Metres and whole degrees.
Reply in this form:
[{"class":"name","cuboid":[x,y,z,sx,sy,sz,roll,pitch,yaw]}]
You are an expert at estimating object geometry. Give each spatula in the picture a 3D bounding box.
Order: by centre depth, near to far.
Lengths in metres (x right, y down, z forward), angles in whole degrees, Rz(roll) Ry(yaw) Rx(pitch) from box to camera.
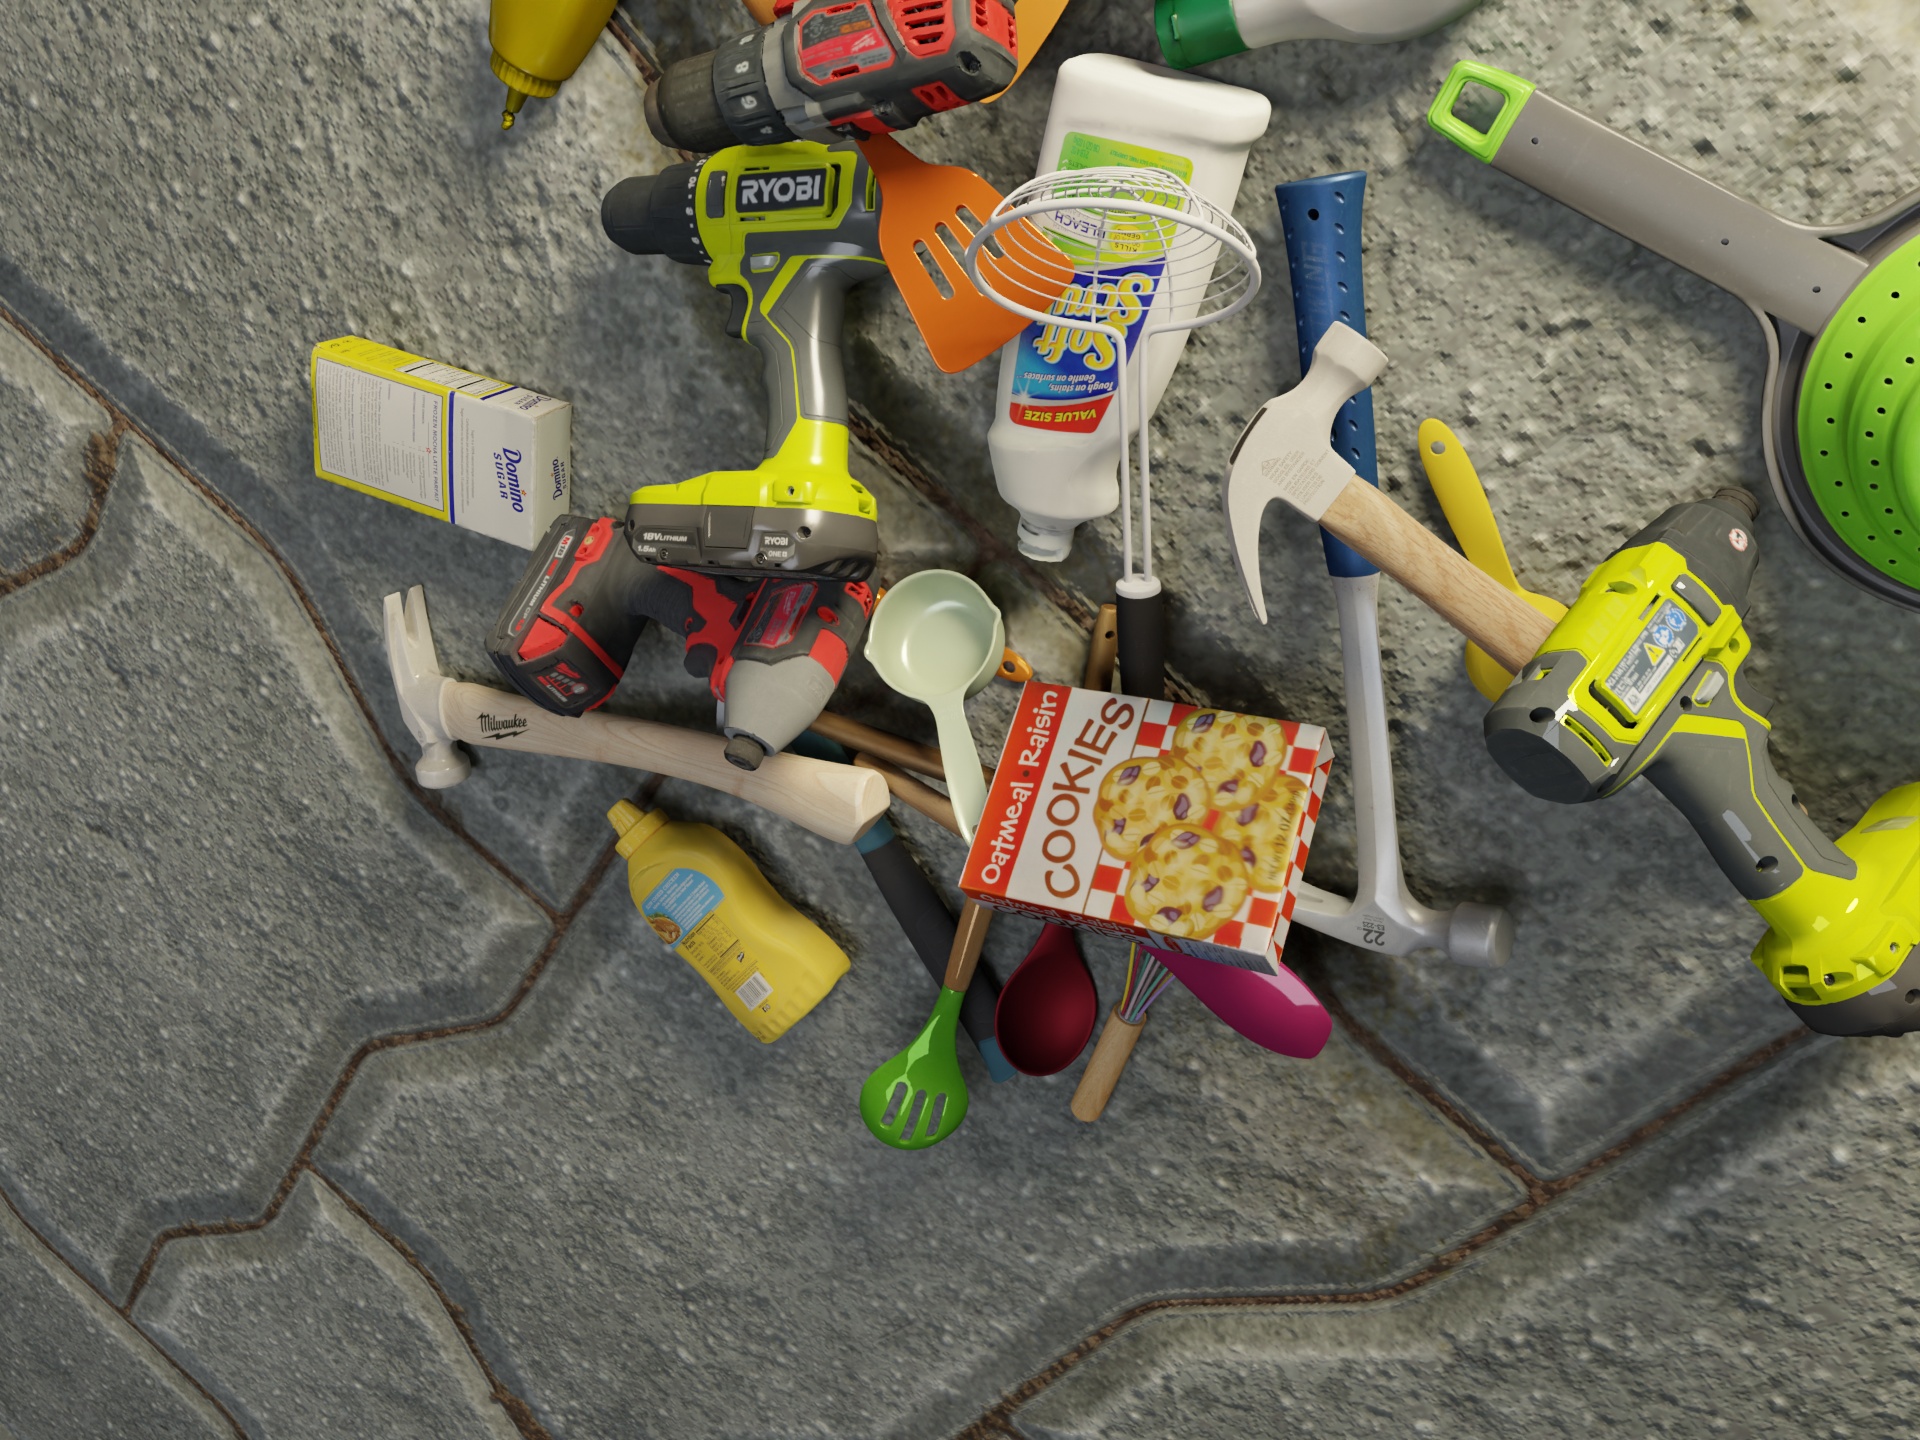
[{"class":"spatula","cuboid":[-0.066,-0.315,0.788,0.081,0.041,0.323,-37,73,9]}]

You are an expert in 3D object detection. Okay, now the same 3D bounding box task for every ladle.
[{"class":"ladle","cuboid":[0.031,0.041,0.901,0.320,0.062,0.078,19,91,22]},{"class":"ladle","cuboid":[0.066,0.078,0.955,0.069,0.031,0.315,-2,117,-18]}]

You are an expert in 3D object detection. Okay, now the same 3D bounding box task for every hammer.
[{"class":"hammer","cuboid":[0.265,-0.037,0.755,0.331,0.031,0.130,36,103,-6]},{"class":"hammer","cuboid":[0.195,-0.065,0.809,0.144,0.035,0.405,5,114,37]},{"class":"hammer","cuboid":[-0.045,0.090,1.018,0.128,0.033,0.331,-25,101,33]},{"class":"hammer","cuboid":[-0.223,0.005,1.035,0.411,0.038,0.146,10,117,31]}]

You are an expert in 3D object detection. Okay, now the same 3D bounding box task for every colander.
[{"class":"colander","cuboid":[0.365,-0.162,0.646,0.397,0.094,0.204,32,124,9]}]

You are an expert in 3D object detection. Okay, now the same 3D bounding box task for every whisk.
[{"class":"whisk","cuboid":[0.113,0.166,0.967,0.047,0.051,0.244,2,130,-19]}]

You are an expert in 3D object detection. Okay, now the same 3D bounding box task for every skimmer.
[{"class":"skimmer","cuboid":[0.080,-0.098,0.775,0.127,0.090,0.362,4,132,14]}]

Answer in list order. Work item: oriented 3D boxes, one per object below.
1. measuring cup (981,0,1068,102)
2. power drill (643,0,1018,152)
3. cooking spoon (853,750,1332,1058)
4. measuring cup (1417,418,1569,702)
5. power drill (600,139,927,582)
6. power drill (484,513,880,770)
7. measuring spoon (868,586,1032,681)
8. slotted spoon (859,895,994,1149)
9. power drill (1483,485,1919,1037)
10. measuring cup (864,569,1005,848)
[{"class":"measuring cup","cuboid":[0.066,-0.358,0.731,0.095,0.052,0.173,45,127,1]},{"class":"power drill","cuboid":[-0.070,-0.377,0.728,0.188,0.080,0.227,-3,92,28]},{"class":"cooking spoon","cuboid":[0.067,0.099,0.914,0.319,0.017,0.068,31,135,19]},{"class":"measuring cup","cuboid":[0.258,-0.074,0.782,0.062,0.029,0.156,-20,106,33]},{"class":"power drill","cuboid":[-0.116,-0.194,0.854,0.190,0.080,0.228,5,91,24]},{"class":"power drill","cuboid":[-0.164,-0.047,0.937,0.220,0.143,0.078,9,154,30]},{"class":"measuring spoon","cuboid":[-0.010,-0.050,0.944,0.117,0.011,0.021,26,123,14]},{"class":"slotted spoon","cuboid":[0.002,0.142,0.988,0.070,0.031,0.313,15,108,-6]},{"class":"power drill","cuboid":[0.361,0.016,0.707,0.223,0.171,0.080,44,164,-4]},{"class":"measuring cup","cuboid":[-0.001,-0.003,0.905,0.083,0.038,0.168,-16,76,13]}]
